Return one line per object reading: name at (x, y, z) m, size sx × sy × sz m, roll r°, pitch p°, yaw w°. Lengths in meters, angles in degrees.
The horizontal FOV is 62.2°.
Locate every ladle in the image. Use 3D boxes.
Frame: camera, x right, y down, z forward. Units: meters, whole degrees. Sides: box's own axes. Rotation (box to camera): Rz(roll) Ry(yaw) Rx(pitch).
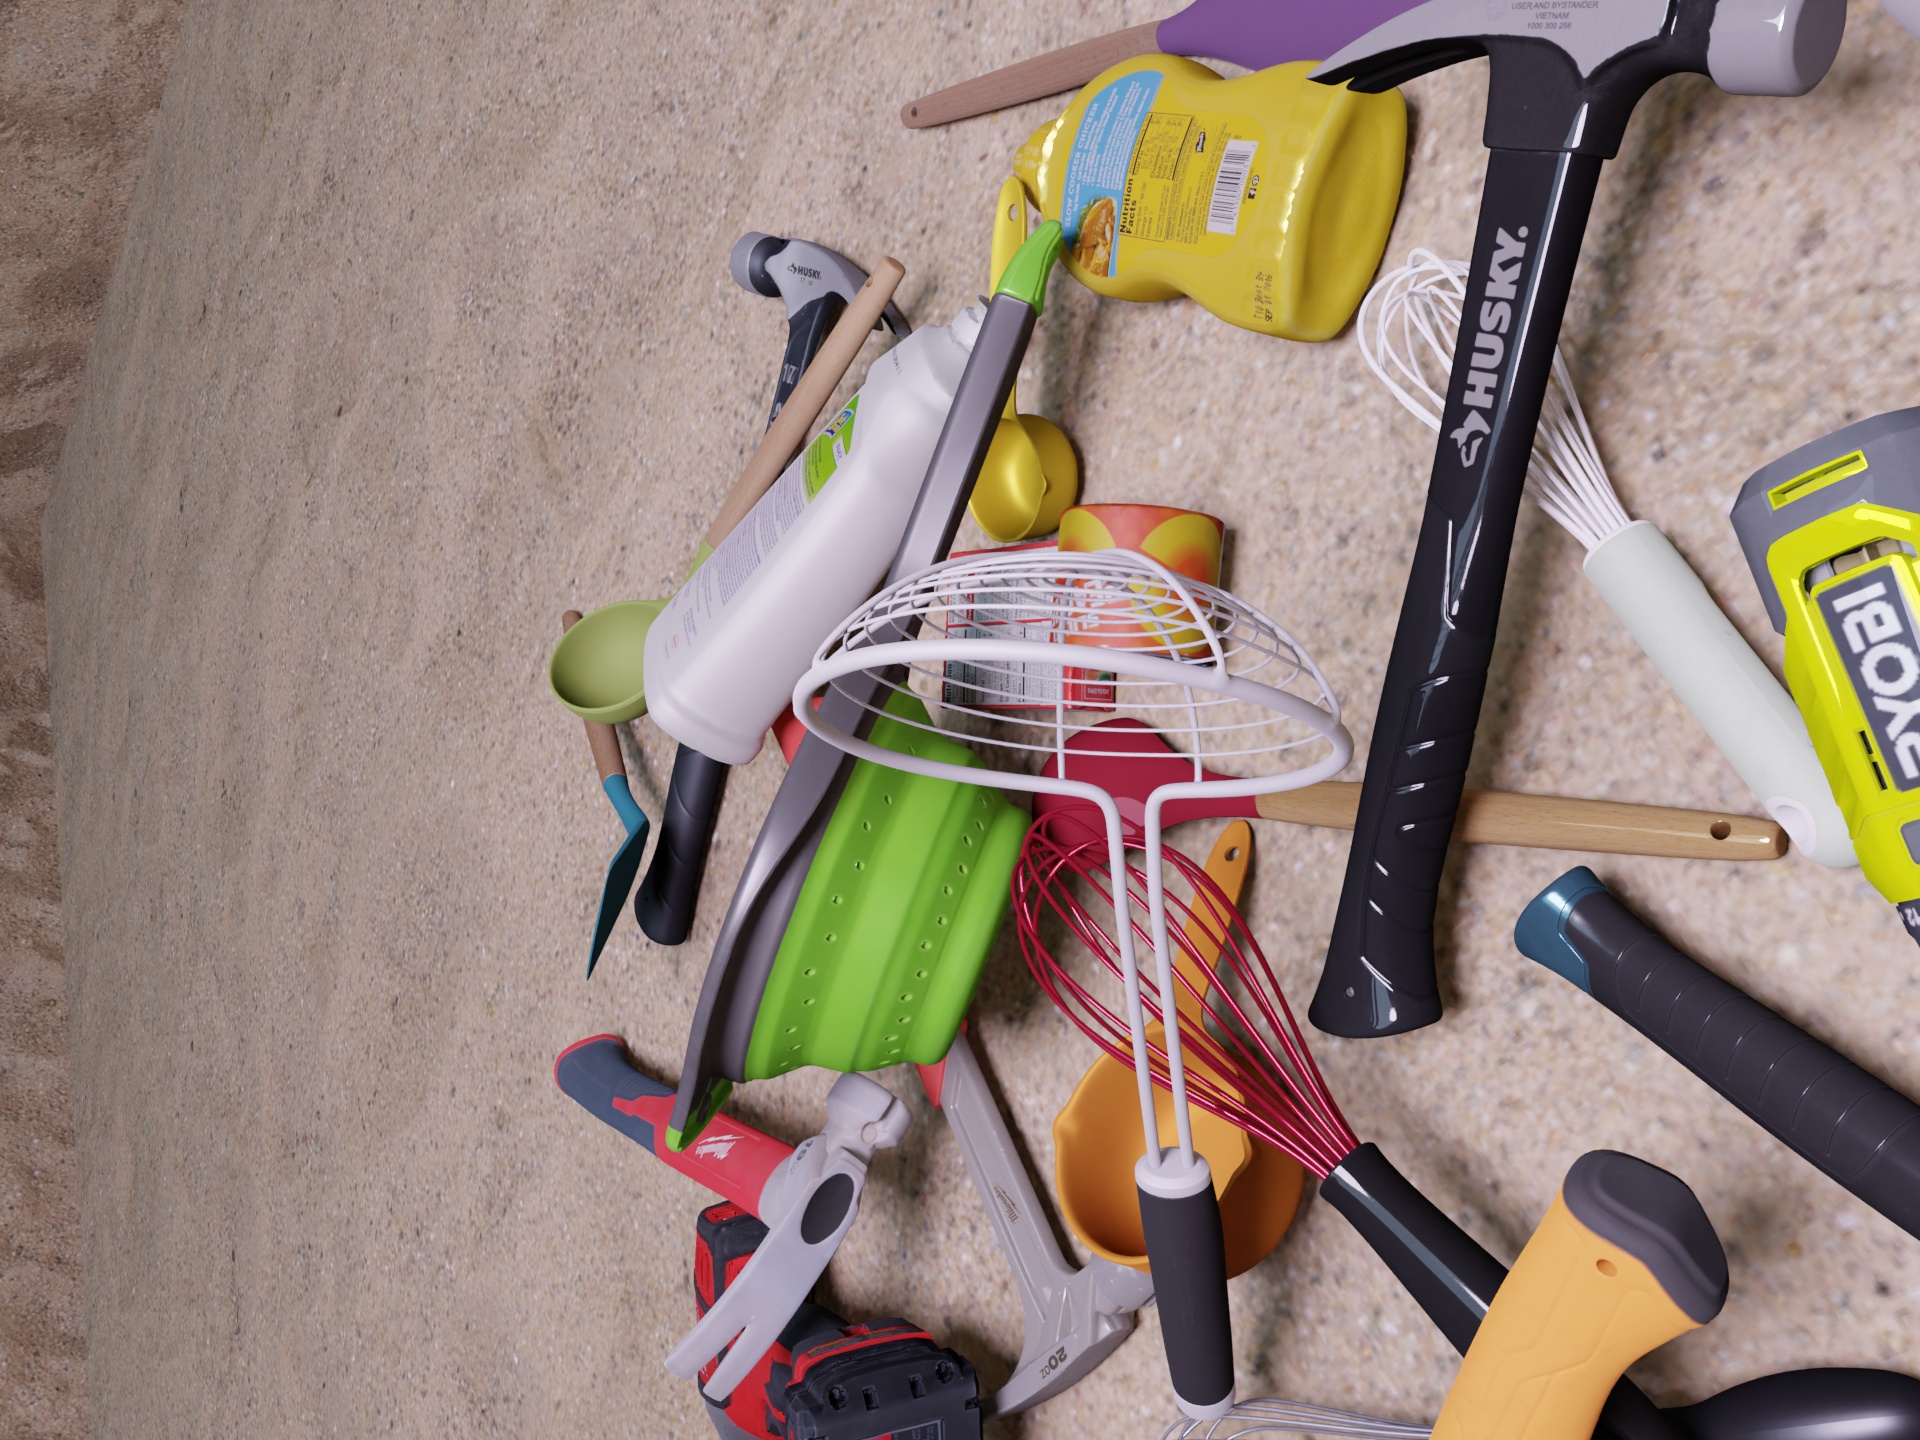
ladle at (0.132, 0.032, 0.576) m, size 0.315 × 0.031 × 0.069 m, roll 2°, pitch 70°, yaw 49°
ladle at (-0.127, -0.116, 0.840) m, size 0.320 × 0.062 × 0.078 m, roll -51°, pitch 45°, yaw 31°

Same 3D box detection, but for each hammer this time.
hammer at (-0.158, 0.227, 0.833) m, size 0.143 × 0.038 × 0.386 m, roll -55°, pitch 22°, yaw -20°
hammer at (0.254, 0.127, 0.370) m, size 0.033 × 0.128 × 0.331 m, roll -34°, pitch 36°, yaw -9°
hammer at (-0.123, -0.063, 0.899) m, size 0.149 × 0.036 × 0.409 m, roll 30°, pitch 110°, yaw 47°
hammer at (0.151, -0.052, 0.493) m, size 0.146 × 0.035 × 0.334 m, roll 26°, pitch 116°, yaw 45°
hammer at (0.128, 0.252, 0.462) m, size 0.127 × 0.034 × 0.336 m, roll 27°, pitch 123°, yaw 26°
hammer at (-0.023, 0.135, 0.751) m, size 0.149 × 0.036 × 0.359 m, roll -53°, pitch 49°, yaw 34°

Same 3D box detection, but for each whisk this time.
whisk at (0.160, 0.236, 0.499) m, size 0.284 × 0.070 × 0.070 m, roll -33°, pitch 61°, yaw 40°
whisk at (0.200, -0.060, 0.493) m, size 0.057 × 0.059 × 0.247 m, roll 73°, pitch 172°, yaw -62°
whisk at (0.109, 0.128, 0.506) m, size 0.296 × 0.073 × 0.073 m, roll 45°, pitch 121°, yaw 35°

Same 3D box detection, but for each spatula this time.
spatula at (0.072, -0.295, 0.694) m, size 0.316 × 0.018 × 0.059 m, roll 9°, pitch 109°, yaw 51°
spatula at (-0.227, 0.021, 0.975) m, size 0.318 × 0.044 × 0.082 m, roll -119°, pitch 38°, yaw -48°

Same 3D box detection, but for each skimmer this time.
skimmer at (0.047, 0.107, 0.438) m, size 0.127 × 0.090 × 0.363 m, roll 1°, pitch 126°, yaw 19°

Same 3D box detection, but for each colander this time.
colander at (-0.001, -0.002, 0.648) m, size 0.204 × 0.094 × 0.397 m, roll -17°, pitch -53°, yaw -86°

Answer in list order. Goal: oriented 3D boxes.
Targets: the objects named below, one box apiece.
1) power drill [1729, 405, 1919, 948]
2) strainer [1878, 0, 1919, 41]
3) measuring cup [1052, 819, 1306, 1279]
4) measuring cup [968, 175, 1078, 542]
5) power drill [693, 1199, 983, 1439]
power drill at (0.301, -0.009, 0.334) m, size 0.228 × 0.080 × 0.191 m, roll -31°, pitch 69°, yaw 48°
strainer at (0.225, -0.213, 0.364) m, size 0.340 × 0.095 × 0.211 m, roll 21°, pitch 70°, yaw 27°
measuring cup at (0.097, 0.125, 0.602) m, size 0.095 × 0.052 × 0.174 m, roll -7°, pitch 56°, yaw 48°
measuring cup at (0.030, -0.157, 0.701) m, size 0.062 × 0.029 × 0.156 m, roll 19°, pitch 112°, yaw 51°
power drill at (-0.069, 0.317, 0.730) m, size 0.220 × 0.078 × 0.143 m, roll -175°, pitch 83°, yaw -65°
